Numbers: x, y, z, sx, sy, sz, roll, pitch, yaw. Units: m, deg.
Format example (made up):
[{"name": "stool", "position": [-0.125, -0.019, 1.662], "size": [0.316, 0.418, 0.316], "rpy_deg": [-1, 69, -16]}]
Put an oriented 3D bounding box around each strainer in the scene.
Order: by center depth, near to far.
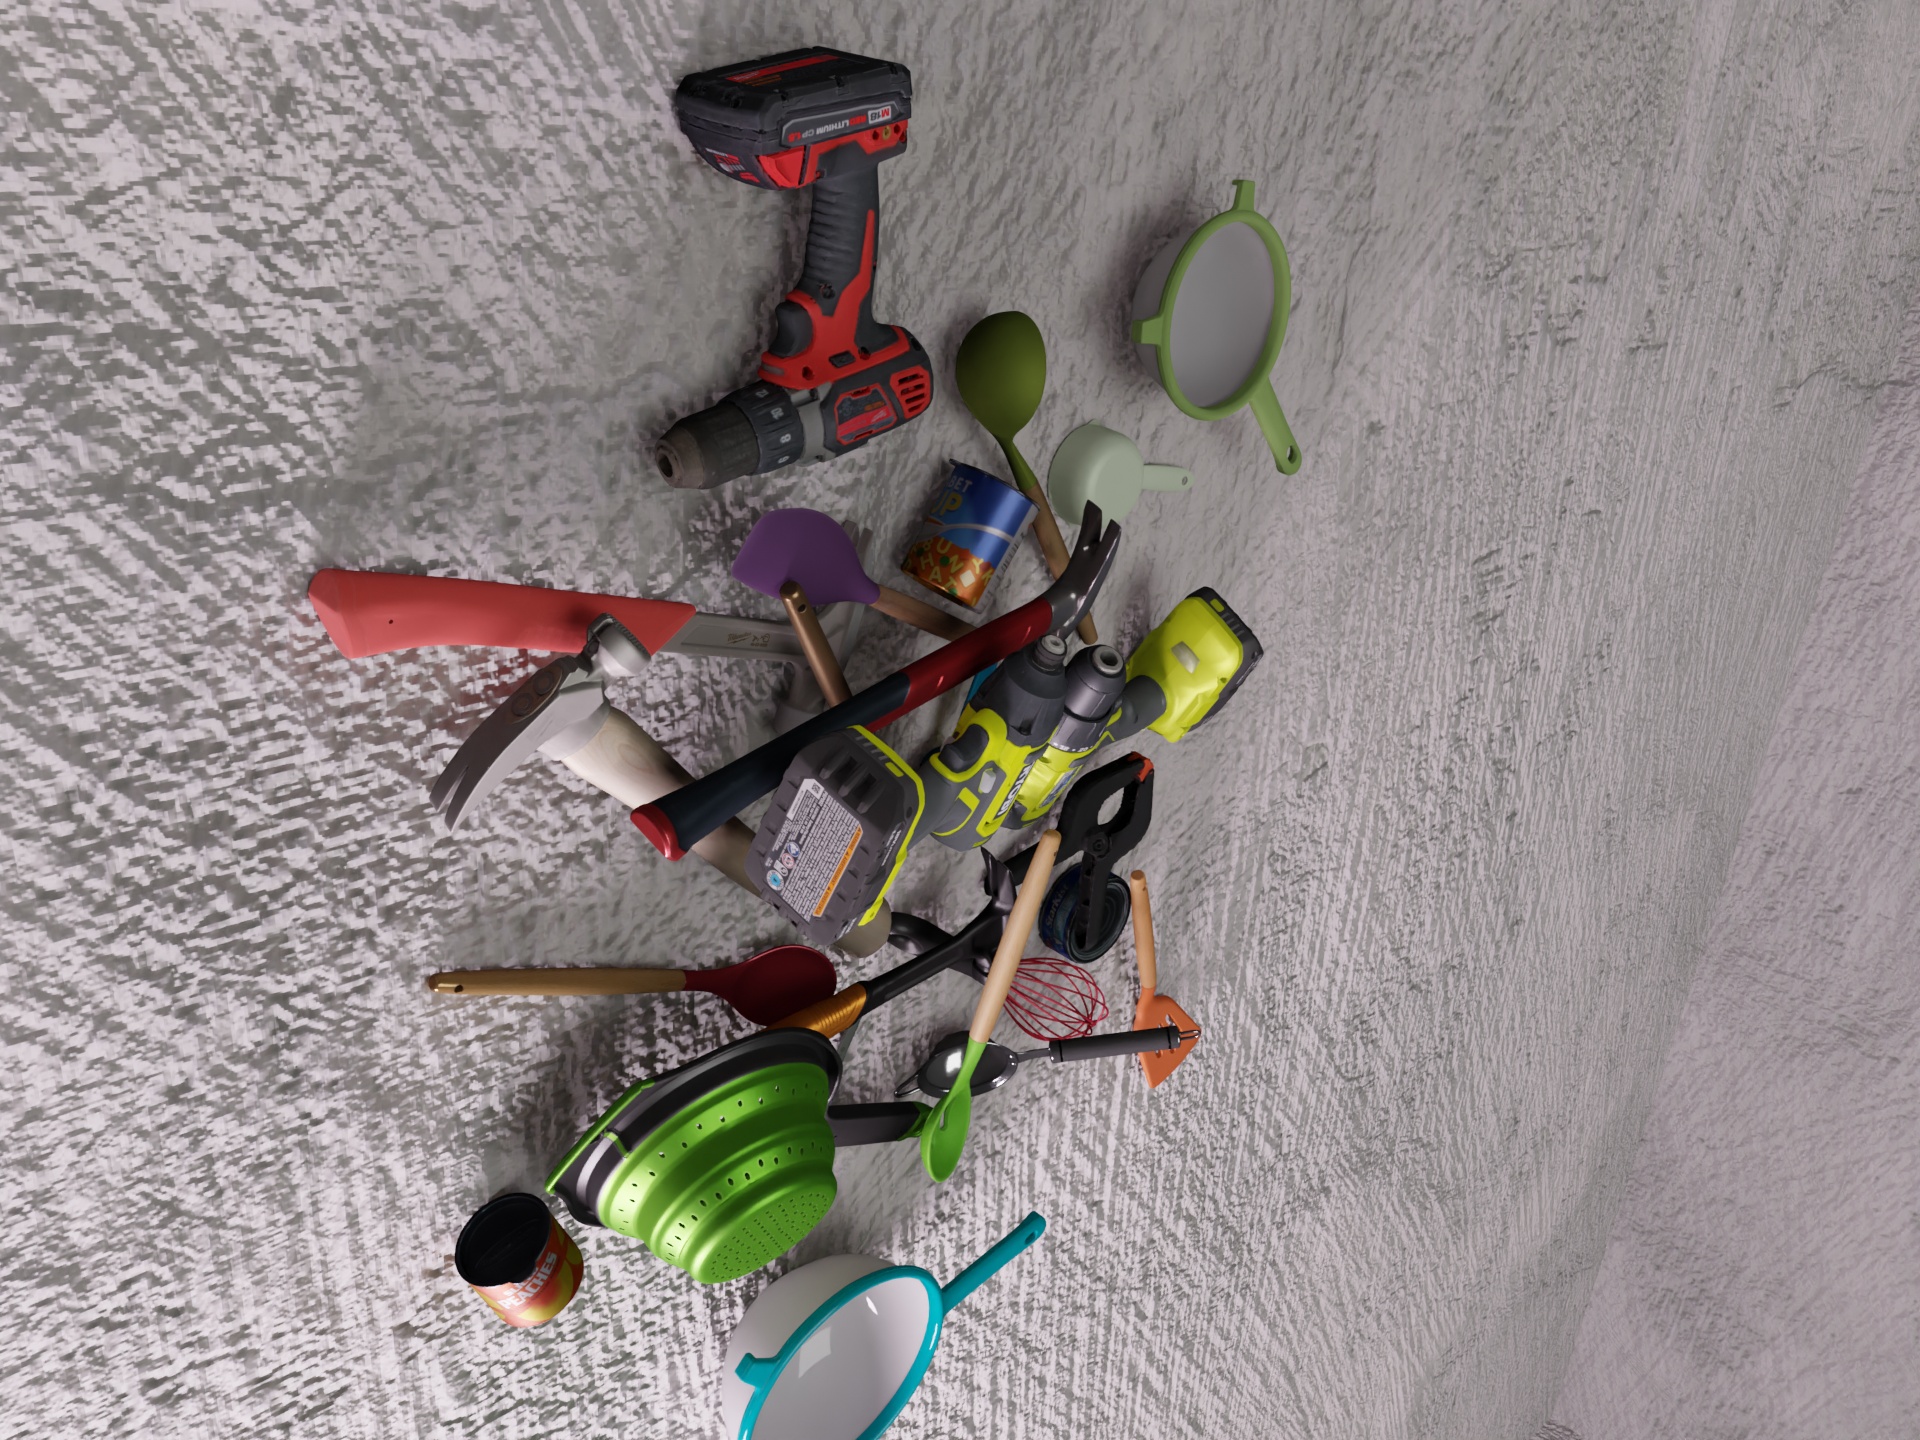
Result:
[{"name": "strainer", "position": [0.196, -0.275, 1.208], "size": [0.151, 0.069, 0.256], "rpy_deg": [-56, 140, -12]}, {"name": "strainer", "position": [0.071, 0.275, 1.322], "size": [0.258, 0.050, 0.086], "rpy_deg": [-7, 138, 2]}, {"name": "strainer", "position": [-0.074, 0.486, 1.322], "size": [0.340, 0.095, 0.210], "rpy_deg": [-26, 131, -38]}]

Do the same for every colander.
[{"name": "colander", "position": [-0.109, 0.320, 1.130], "size": [0.204, 0.095, 0.396], "rpy_deg": [-48, 150, 14]}]

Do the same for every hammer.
[{"name": "hammer", "position": [-0.198, -0.065, 0.932], "size": [0.358, 0.037, 0.149], "rpy_deg": [3, 108, -48]}, {"name": "hammer", "position": [-0.042, -0.023, 1.005], "size": [0.386, 0.038, 0.143], "rpy_deg": [-31, 156, -39]}, {"name": "hammer", "position": [-0.160, 0.084, 1.031], "size": [0.146, 0.038, 0.410], "rpy_deg": [-44, 144, -1]}, {"name": "hammer", "position": [-0.097, 0.210, 1.140], "size": [0.337, 0.034, 0.127], "rpy_deg": [-26, 134, -27]}]

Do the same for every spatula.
[{"name": "spatula", "position": [-0.044, -0.080, 1.054], "size": [0.060, 0.018, 0.315], "rpy_deg": [-59, 149, 7]}, {"name": "spatula", "position": [0.180, 0.234, 1.469], "size": [0.081, 0.041, 0.322], "rpy_deg": [-42, 146, -22]}]

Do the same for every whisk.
[{"name": "whisk", "position": [0.030, 0.208, 1.309], "size": [0.295, 0.073, 0.073], "rpy_deg": [33, 86, -44]}]

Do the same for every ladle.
[{"name": "ladle", "position": [-0.208, 0.175, 1.061], "size": [0.315, 0.031, 0.069], "rpy_deg": [10, 109, -47]}, {"name": "ladle", "position": [0.066, -0.160, 1.146], "size": [0.062, 0.078, 0.319], "rpy_deg": [-33, 141, -3]}]

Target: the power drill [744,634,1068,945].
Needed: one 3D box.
[{"name": "power drill", "position": [-0.021, 0.036, 1.000], "size": [0.223, 0.080, 0.171], "rpy_deg": [-28, 153, -50]}]

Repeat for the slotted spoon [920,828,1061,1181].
[{"name": "slotted spoon", "position": [0.022, 0.219, 1.211], "size": [0.070, 0.031, 0.313], "rpy_deg": [-24, 137, -60]}]

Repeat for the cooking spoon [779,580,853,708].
[{"name": "cooking spoon", "position": [-0.071, 0.008, 1.079], "size": [0.069, 0.017, 0.318], "rpy_deg": [-33, 146, -10]}]

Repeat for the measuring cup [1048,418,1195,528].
[{"name": "measuring cup", "position": [0.137, -0.183, 1.218], "size": [0.167, 0.038, 0.083], "rpy_deg": [-5, 114, -43]}]

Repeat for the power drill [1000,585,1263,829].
[{"name": "power drill", "position": [0.126, -0.020, 1.218], "size": [0.228, 0.080, 0.190], "rpy_deg": [-27, 161, -37]}]

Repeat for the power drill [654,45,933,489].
[{"name": "power drill", "position": [-0.102, -0.248, 0.907], "size": [0.188, 0.080, 0.226], "rpy_deg": [-29, 133, -33]}]

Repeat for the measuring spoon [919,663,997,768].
[{"name": "measuring spoon", "position": [-0.002, -0.004, 1.175], "size": [0.042, 0.021, 0.128], "rpy_deg": [-1, 118, -53]}]
